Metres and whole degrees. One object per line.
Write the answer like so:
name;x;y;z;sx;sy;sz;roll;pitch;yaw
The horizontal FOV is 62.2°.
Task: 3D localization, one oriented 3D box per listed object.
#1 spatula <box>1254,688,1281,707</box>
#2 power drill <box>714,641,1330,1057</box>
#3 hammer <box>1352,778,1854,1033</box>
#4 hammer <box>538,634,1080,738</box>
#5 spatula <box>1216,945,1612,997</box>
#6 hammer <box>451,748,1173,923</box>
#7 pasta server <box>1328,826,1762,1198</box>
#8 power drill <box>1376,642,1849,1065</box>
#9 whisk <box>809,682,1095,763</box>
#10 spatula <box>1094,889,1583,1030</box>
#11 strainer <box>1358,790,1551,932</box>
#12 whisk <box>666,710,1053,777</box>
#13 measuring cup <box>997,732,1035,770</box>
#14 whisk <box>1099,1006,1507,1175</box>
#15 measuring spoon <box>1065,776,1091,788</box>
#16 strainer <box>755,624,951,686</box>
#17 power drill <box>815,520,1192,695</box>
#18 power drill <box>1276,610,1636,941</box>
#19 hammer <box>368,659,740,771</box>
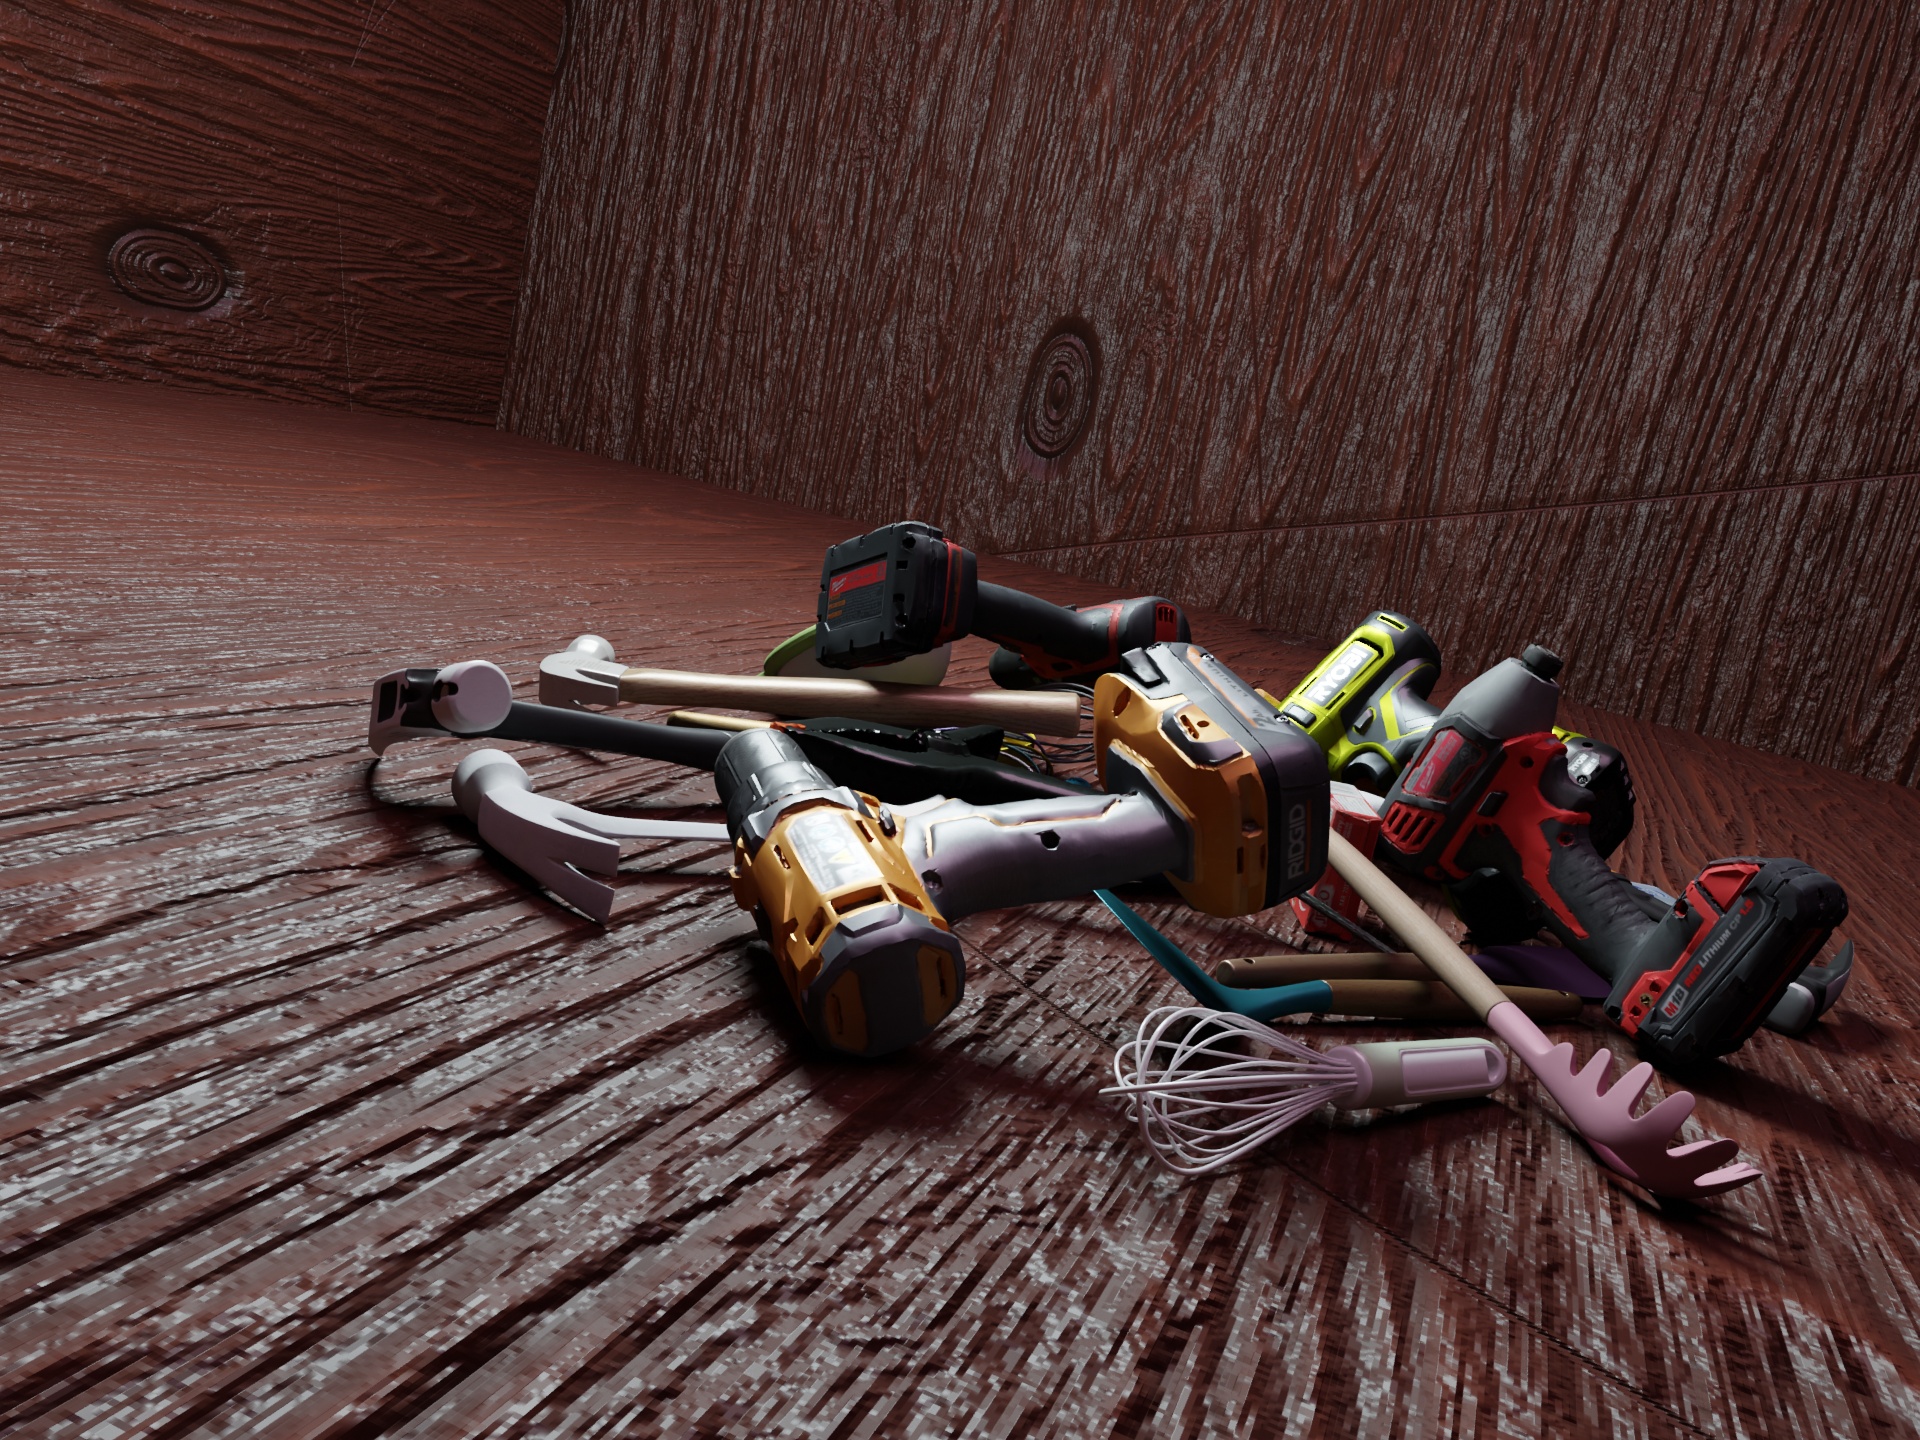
spatula;0.300;0.033;1.207;0.081;0.041;0.322;34;2;43
power drill;0.014;0.037;0.664;0.226;0.084;0.186;-17;33;-17
hammer;0.397;0.094;1.032;0.337;0.034;0.127;30;24;35
hammer;-0.092;-0.014;0.972;0.331;0.031;0.130;4;16;0
spatula;0.251;0.132;0.836;0.315;0.018;0.060;6;18;-36
hammer;-0.036;0.064;0.804;0.405;0.035;0.144;6;12;-33
pasta server;0.240;0.116;0.732;0.060;0.040;0.316;45;6;-26
power drill;0.335;0.065;0.839;0.078;0.143;0.220;7;28;-47
whisk;-0.002;-0.005;1.057;0.239;0.055;0.055;5;7;22
spatula;0.194;0.123;0.747;0.317;0.044;0.082;8;23;-32
strainer;0.327;0.091;1.097;0.086;0.050;0.259;24;8;-25
whisk;-0.062;0.023;1.001;0.245;0.051;0.047;7;-17;-6
measuring cup;-0.027;0.023;1.092;0.156;0.029;0.062;0;18;-5
whisk;0.144;0.137;0.610;0.246;0.058;0.059;9;-20;-43
measuring spoon;0.078;0.046;1.071;0.042;0.021;0.128;14;12;6
strainer;-0.026;-0.044;1.203;0.256;0.069;0.151;-12;-12;-42
power drill;0.016;-0.059;1.065;0.226;0.080;0.188;11;-11;-32
power drill;0.286;0.042;1.017;0.229;0.190;0.080;37;-13;47
hammer;-0.152;0.015;0.860;0.334;0.035;0.146;11;-11;-42
